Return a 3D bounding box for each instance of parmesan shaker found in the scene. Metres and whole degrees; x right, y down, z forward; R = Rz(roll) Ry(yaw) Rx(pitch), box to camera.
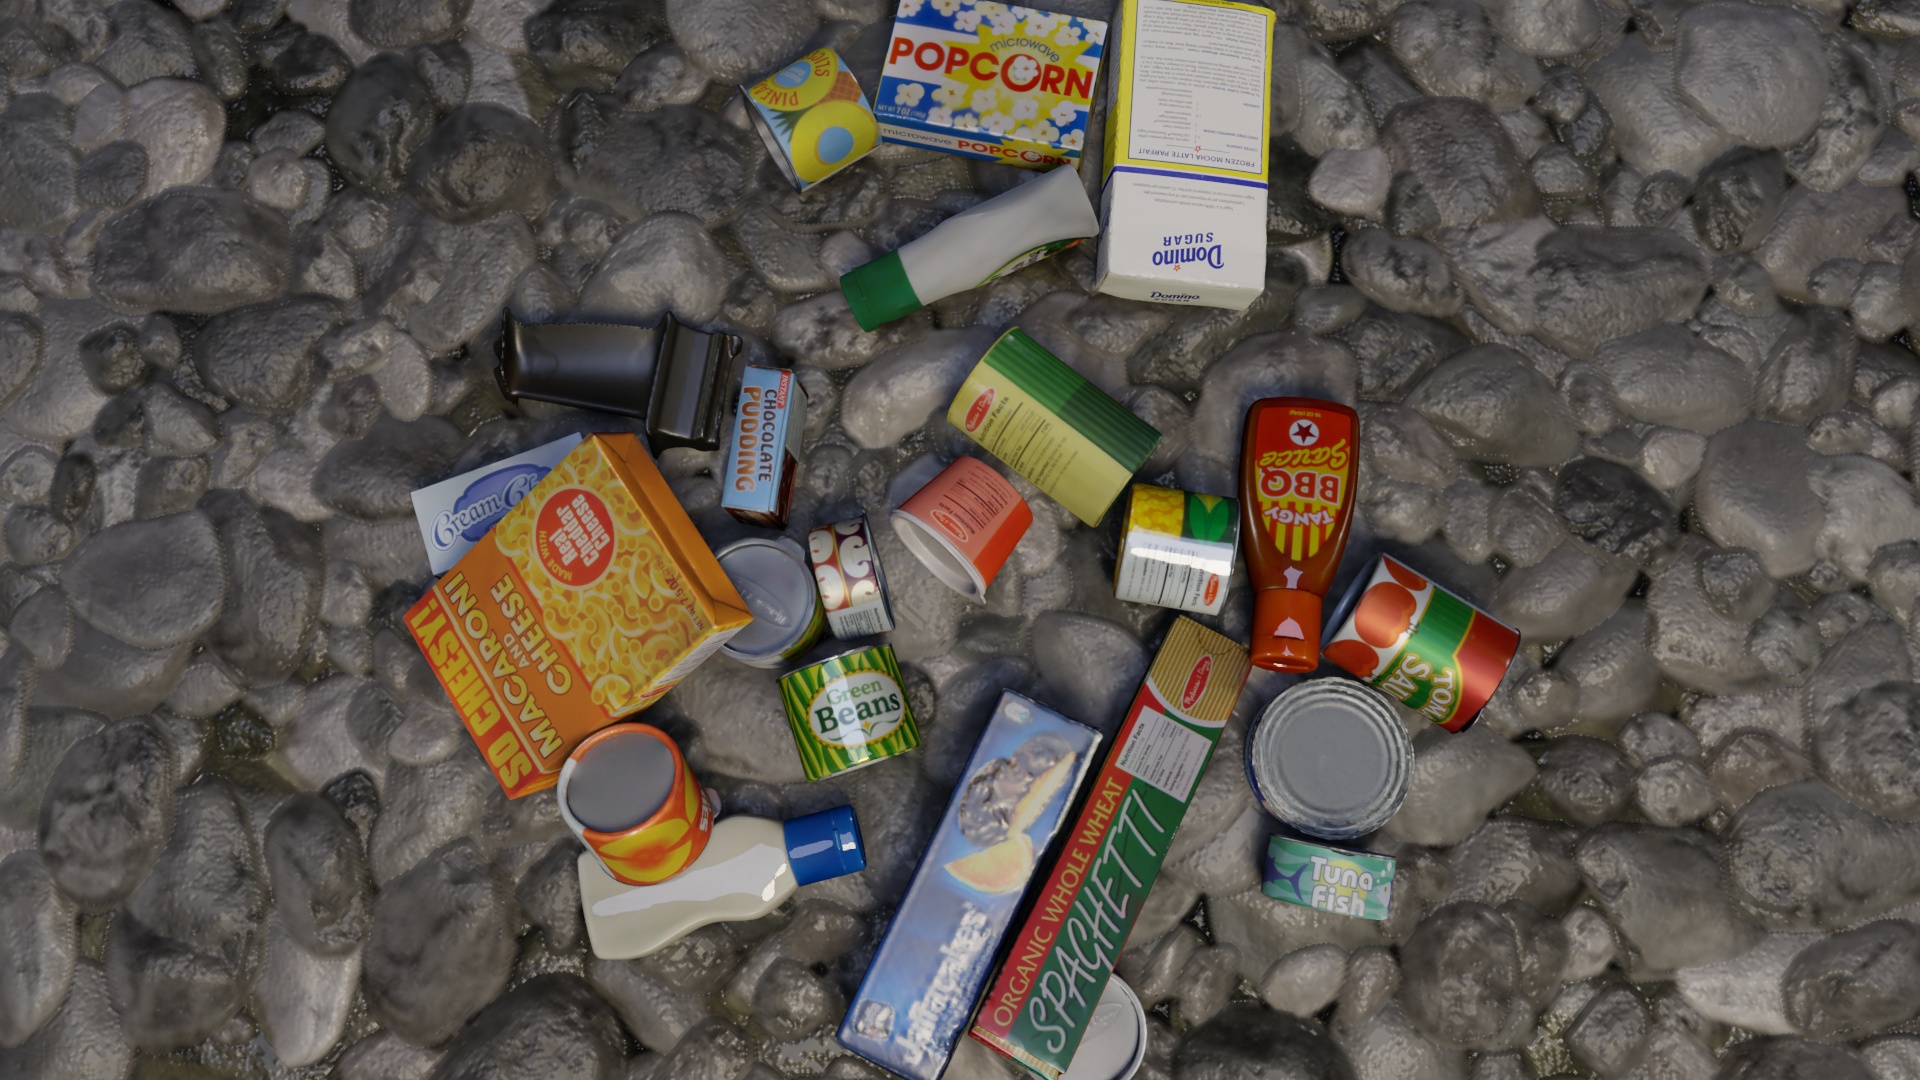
[{"bbox_3d":[0.052,-0.061,0.775,0.103,0.071,0.071,37,83,6],"label":"parmesan shaker"}]

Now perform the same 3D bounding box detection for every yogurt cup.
[{"bbox_3d":[0.003,-0.010,0.766,0.072,0.072,0.054,41,75,8],"label":"yogurt cup"}]

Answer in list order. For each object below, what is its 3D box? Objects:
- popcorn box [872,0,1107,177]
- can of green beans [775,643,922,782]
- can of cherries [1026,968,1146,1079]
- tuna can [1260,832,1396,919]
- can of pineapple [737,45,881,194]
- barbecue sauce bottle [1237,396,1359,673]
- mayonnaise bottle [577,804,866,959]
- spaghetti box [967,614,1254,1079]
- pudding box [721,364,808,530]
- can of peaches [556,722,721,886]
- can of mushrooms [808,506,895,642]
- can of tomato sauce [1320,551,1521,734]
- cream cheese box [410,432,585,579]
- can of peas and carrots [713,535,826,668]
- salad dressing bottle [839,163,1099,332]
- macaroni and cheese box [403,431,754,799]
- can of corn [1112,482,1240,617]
[{"bbox_3d":[0.018,-0.272,0.825,0.127,0.038,0.085,11,79,3],"label":"popcorn box"},{"bbox_3d":[-0.060,0.093,0.746,0.071,0.071,0.058,-18,80,-2],"label":"can of green beans"},{"bbox_3d":[0.061,0.252,0.719,0.071,0.058,0.071,0,80,0],"label":"can of cherries"},{"bbox_3d":[0.192,0.175,0.724,0.071,0.071,0.033,10,82,3],"label":"tuna can"},{"bbox_3d":[-0.087,-0.246,0.807,0.058,0.071,0.071,-32,81,-5],"label":"can of pineapple"},{"bbox_3d":[0.182,-0.003,0.760,0.065,0.043,0.149,7,72,7],"label":"barbecue sauce bottle"},{"bbox_3d":[-0.126,0.178,0.746,0.148,0.041,0.065,-14,75,-2],"label":"mayonnaise bottle"},{"bbox_3d":[0.081,0.151,0.713,0.050,0.028,0.251,28,63,7],"label":"spaghetti box"},{"bbox_3d":[-0.109,-0.052,0.782,0.030,0.049,0.084,7,80,4],"label":"pudding box"},{"bbox_3d":[-0.165,0.135,0.716,0.071,0.057,0.071,-5,53,6],"label":"can of peaches"},{"bbox_3d":[-0.060,0.019,0.761,0.033,0.071,0.071,-15,80,0],"label":"can of mushrooms"},{"bbox_3d":[0.244,0.056,0.746,0.083,0.071,0.071,31,82,7],"label":"can of tomato sauce"},{"bbox_3d":[-0.255,-0.019,0.793,0.104,0.024,0.053,-21,79,-3],"label":"cream cheese box"},{"bbox_3d":[-0.108,0.033,0.762,0.071,0.058,0.071,0,80,1],"label":"can of peas and carrots"},{"bbox_3d":[0.004,-0.166,0.798,0.147,0.064,0.044,-24,100,5],"label":"salad dressing bottle"},{"bbox_3d":[-0.206,0.041,0.739,0.166,0.040,0.124,-39,78,21],"label":"macaroni and cheese box"},{"bbox_3d":[0.118,0.003,0.761,0.058,0.071,0.071,9,80,4],"label":"can of corn"}]
